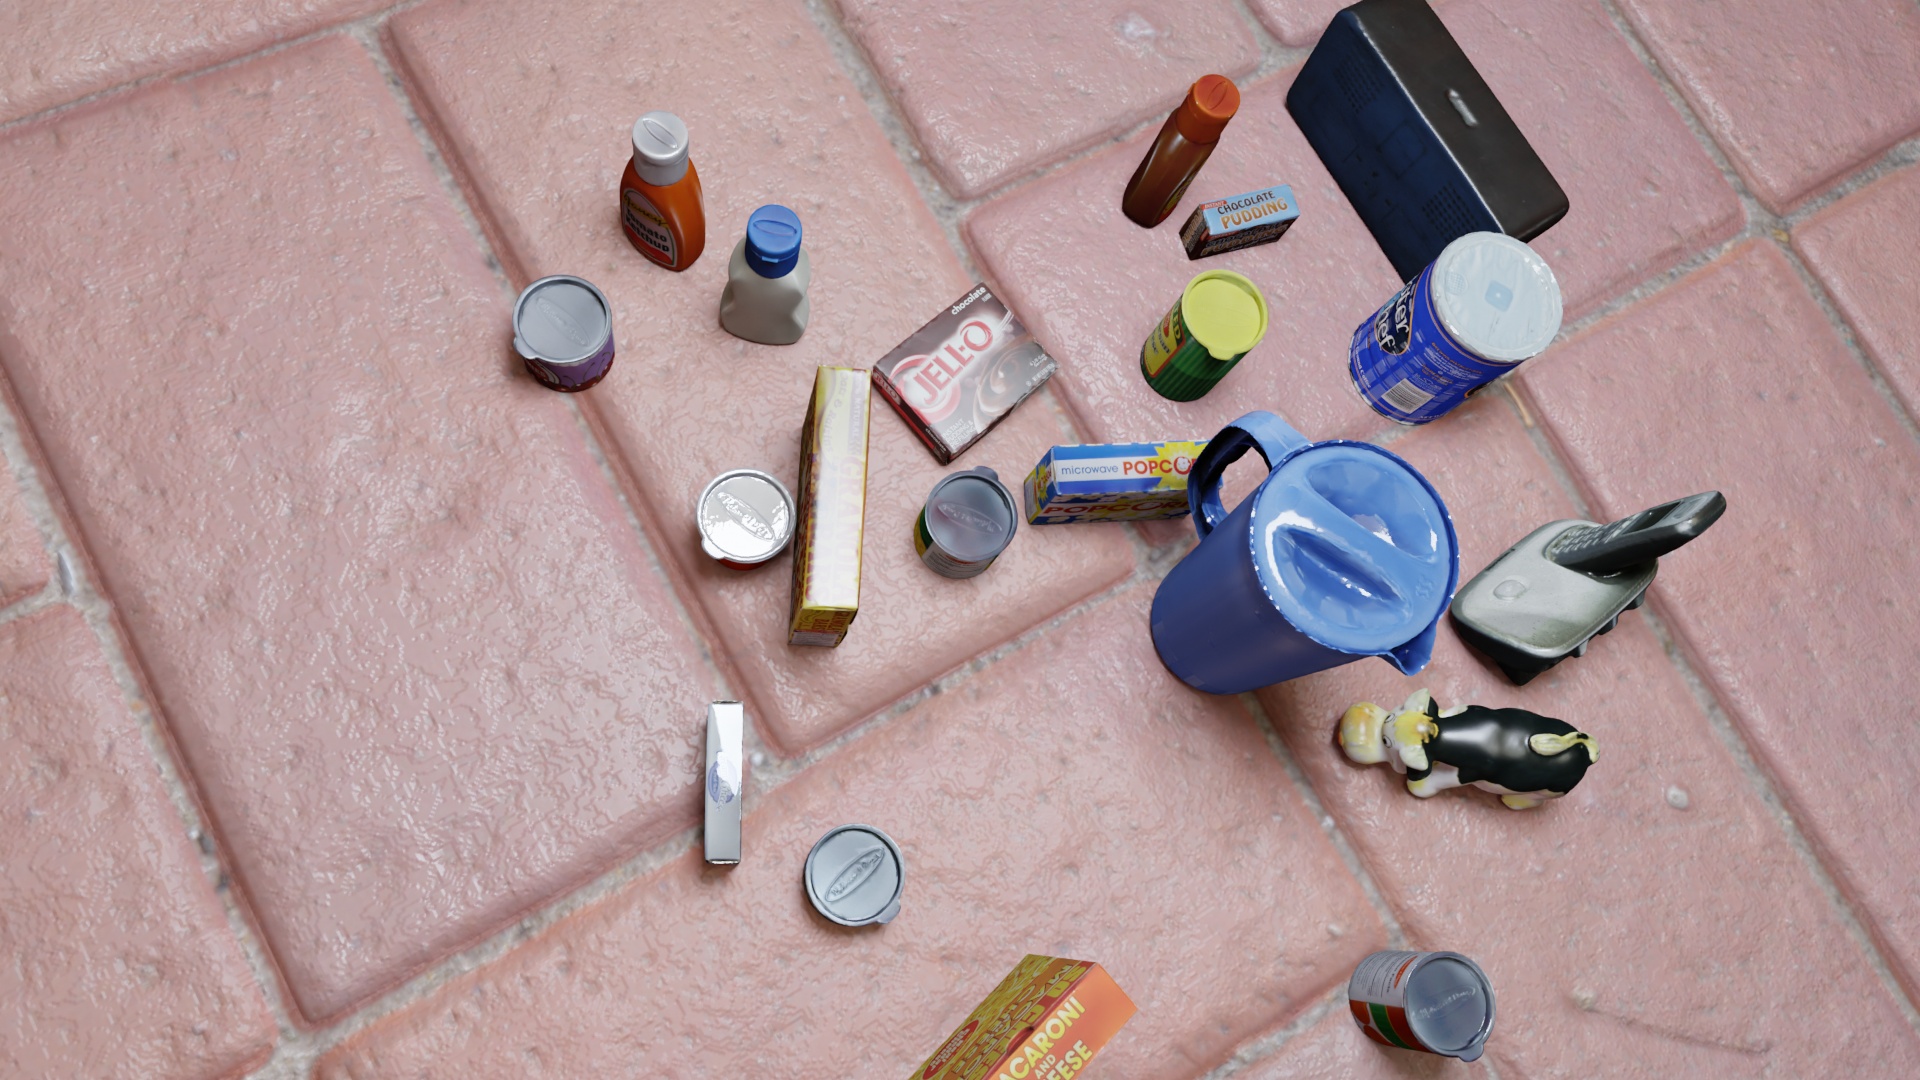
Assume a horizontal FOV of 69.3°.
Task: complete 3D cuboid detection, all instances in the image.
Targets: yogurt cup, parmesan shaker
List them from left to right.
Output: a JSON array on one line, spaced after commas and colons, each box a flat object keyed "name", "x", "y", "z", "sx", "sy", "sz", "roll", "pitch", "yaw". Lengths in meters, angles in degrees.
[{"name": "yogurt cup", "x": -0.150, "y": -0.011, "z": 0.966, "sx": 0.072, "sy": 0.053, "sz": 0.072, "roll": 3, "pitch": 74, "yaw": -11}, {"name": "parmesan shaker", "x": 0.181, "y": -0.150, "z": 1.047, "sx": 0.071, "sy": 0.102, "sz": 0.071, "roll": 3, "pitch": 74, "yaw": -11}]

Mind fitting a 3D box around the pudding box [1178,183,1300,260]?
[{"name": "pudding box", "x": 0.224, "y": -0.256, "z": 1.115, "sx": 0.084, "sy": 0.049, "sz": 0.030, "roll": -15, "pitch": 78, "yaw": -15}]

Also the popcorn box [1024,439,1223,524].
[{"name": "popcorn box", "x": 0.117, "y": -0.042, "z": 1.013, "sx": 0.127, "sy": 0.085, "sz": 0.038, "roll": -3, "pitch": 75, "yaw": -12}]

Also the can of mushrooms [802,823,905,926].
[{"name": "can of mushrooms", "x": -0.070, "y": 0.225, "z": 0.925, "sx": 0.071, "sy": 0.033, "sz": 0.071, "roll": 3, "pitch": 74, "yaw": -11}]

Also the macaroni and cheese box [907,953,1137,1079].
[{"name": "macaroni and cheese box", "x": 0.031, "y": 0.312, "z": 0.850, "sx": 0.124, "sy": 0.166, "sz": 0.040, "roll": -42, "pitch": 86, "yaw": -19}]

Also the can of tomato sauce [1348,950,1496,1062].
[{"name": "can of tomato sauce", "x": 0.315, "y": 0.317, "z": 0.950, "sx": 0.071, "sy": 0.083, "sz": 0.071, "roll": 3, "pitch": 74, "yaw": -11}]

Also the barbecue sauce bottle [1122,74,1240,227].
[{"name": "barbecue sauce bottle", "x": 0.170, "y": -0.300, "z": 1.065, "sx": 0.043, "sy": 0.148, "sz": 0.065, "roll": 33, "pitch": 71, "yaw": -1}]

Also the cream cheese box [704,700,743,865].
[{"name": "cream cheese box", "x": -0.156, "y": 0.161, "z": 0.916, "sx": 0.024, "sy": 0.053, "sz": 0.104, "roll": 1, "pitch": 74, "yaw": -11}]

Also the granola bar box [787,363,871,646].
[{"name": "granola bar box", "x": -0.089, "y": -0.020, "z": 0.944, "sx": 0.039, "sy": 0.124, "sz": 0.166, "roll": 5, "pitch": 73, "yaw": -10}]

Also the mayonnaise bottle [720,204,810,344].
[{"name": "mayonnaise bottle", "x": -0.134, "y": -0.184, "z": 0.970, "sx": 0.065, "sy": 0.147, "sz": 0.041, "roll": 9, "pitch": 73, "yaw": -9}]

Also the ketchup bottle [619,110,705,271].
[{"name": "ketchup bottle", "x": -0.209, "y": -0.246, "z": 0.972, "sx": 0.065, "sy": 0.148, "sz": 0.044, "roll": 38, "pitch": 71, "yaw": 1}]

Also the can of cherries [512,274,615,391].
[{"name": "can of cherries", "x": -0.280, "y": -0.143, "z": 0.976, "sx": 0.071, "sy": 0.058, "sz": 0.071, "roll": 3, "pitch": 74, "yaw": -11}]

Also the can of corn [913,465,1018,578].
[{"name": "can of corn", "x": 0.004, "y": -0.012, "z": 0.996, "sx": 0.071, "sy": 0.058, "sz": 0.071, "roll": 3, "pitch": 74, "yaw": -11}]
